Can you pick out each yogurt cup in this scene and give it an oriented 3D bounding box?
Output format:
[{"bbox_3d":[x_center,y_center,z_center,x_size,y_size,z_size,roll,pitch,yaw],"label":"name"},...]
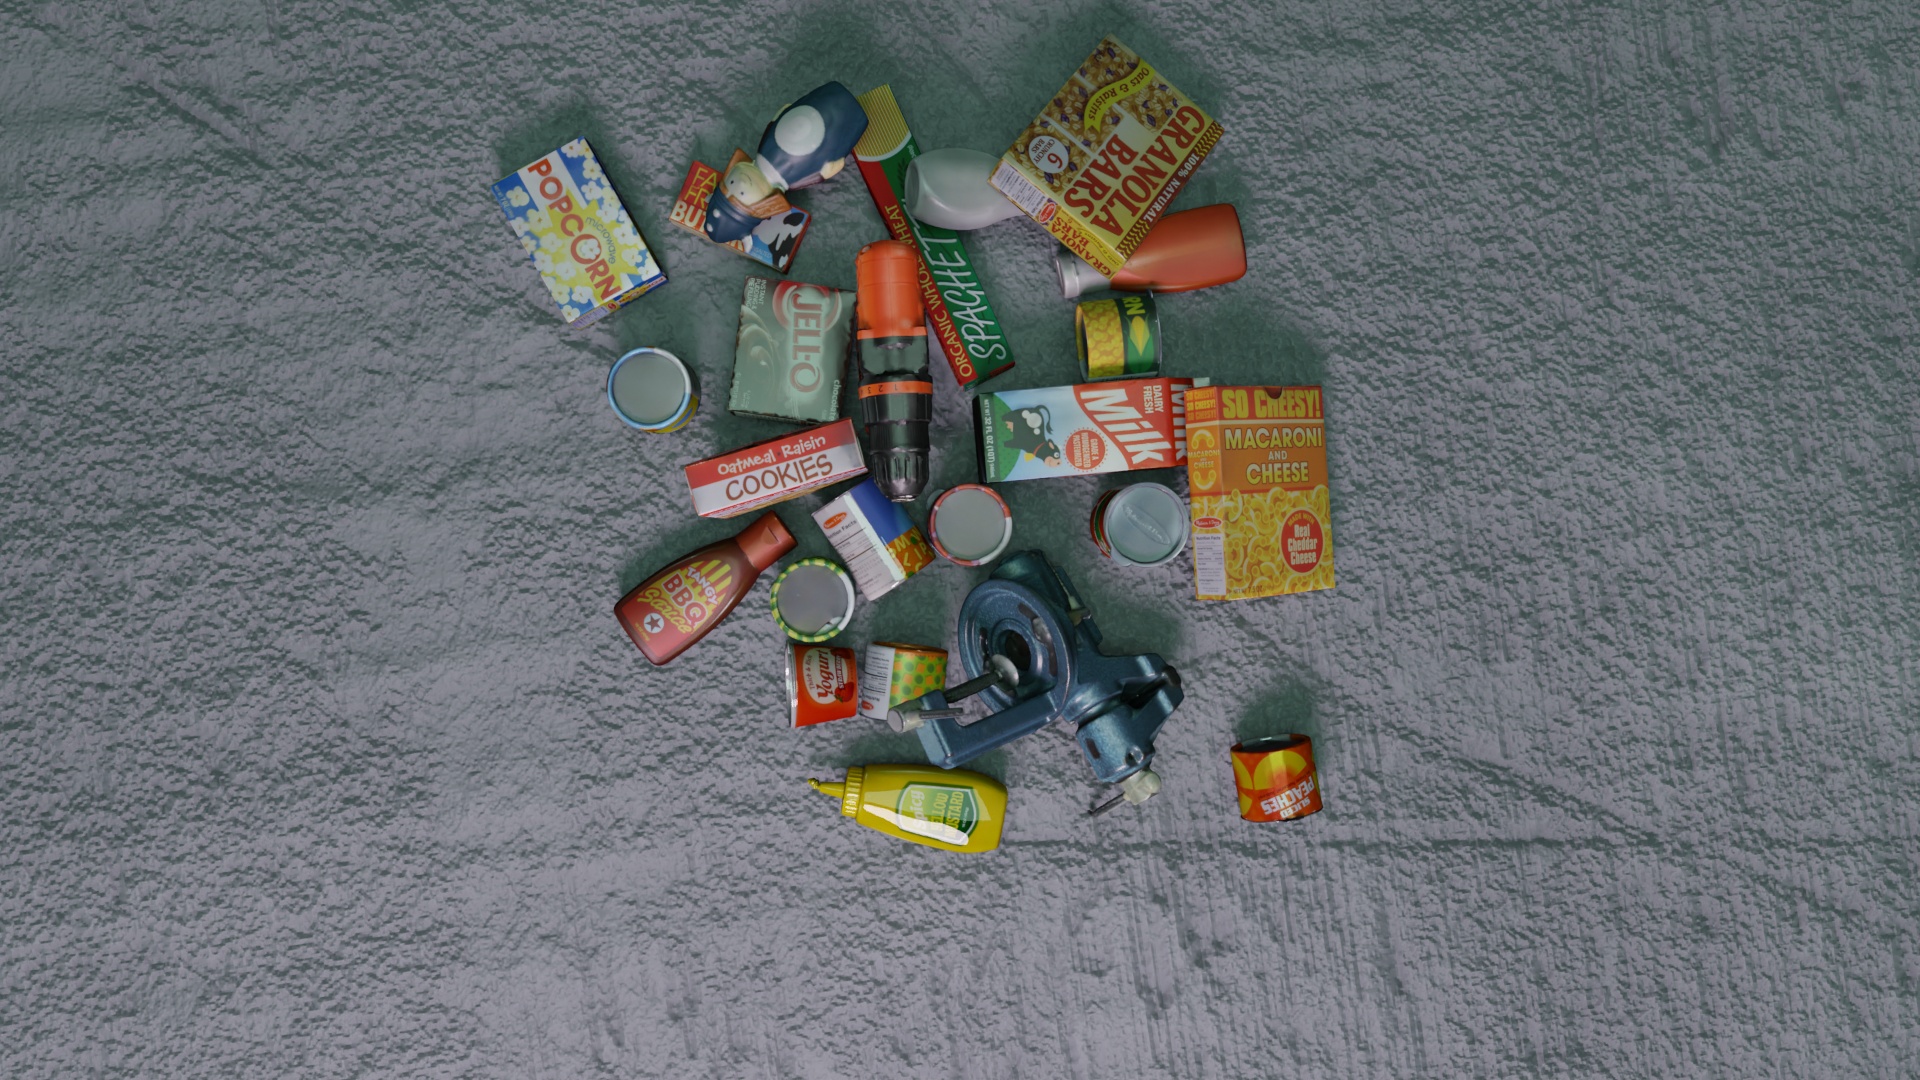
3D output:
[{"bbox_3d":[-0.111,0.114,1.103,0.054,0.072,0.072,-2,91,-11],"label":"yogurt cup"}]

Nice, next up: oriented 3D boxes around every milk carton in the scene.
[{"bbox_3d":[0.108,-0.088,1.108,0.191,0.073,0.072,-6,91,-3],"label":"milk carton"}]

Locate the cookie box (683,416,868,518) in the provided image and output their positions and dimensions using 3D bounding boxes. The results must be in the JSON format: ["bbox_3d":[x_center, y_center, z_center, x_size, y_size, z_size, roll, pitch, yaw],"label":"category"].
[{"bbox_3d":[-0.134,-0.053,1.048,0.123,0.167,0.040,-17,91,-3],"label":"cookie box"}]

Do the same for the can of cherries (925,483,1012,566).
[{"bbox_3d":[0.004,-0.014,1.110,0.071,0.058,0.071,0,91,-3],"label":"can of cherries"}]

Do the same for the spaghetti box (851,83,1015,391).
[{"bbox_3d":[-0.028,-0.244,1.122,0.050,0.028,0.250,-25,91,-2],"label":"spaghetti box"}]

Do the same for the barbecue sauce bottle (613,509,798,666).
[{"bbox_3d":[-0.199,0.033,1.107,0.148,0.043,0.065,-37,91,-3],"label":"barbecue sauce bottle"}]

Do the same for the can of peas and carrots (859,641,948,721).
[{"bbox_3d":[-0.043,0.113,1.106,0.071,0.071,0.058,6,90,-3],"label":"can of peas and carrots"}]

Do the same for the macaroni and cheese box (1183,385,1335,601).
[{"bbox_3d":[0.239,-0.040,1.104,0.124,0.040,0.166,-4,91,-35],"label":"macaroni and cheese box"}]

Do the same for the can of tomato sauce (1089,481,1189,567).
[{"bbox_3d":[0.140,-0.011,1.105,0.071,0.083,0.071,0,91,-3],"label":"can of tomato sauce"}]

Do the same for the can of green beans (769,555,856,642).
[{"bbox_3d":[-0.116,0.046,1.104,0.071,0.058,0.071,0,91,-3],"label":"can of green beans"}]

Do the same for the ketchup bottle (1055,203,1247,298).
[{"bbox_3d":[0.153,-0.229,1.124,0.149,0.043,0.064,-12,89,-3],"label":"ketchup bottle"}]

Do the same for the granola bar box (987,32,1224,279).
[{"bbox_3d":[0.116,-0.303,1.092,0.124,0.039,0.166,38,64,-4],"label":"granola bar box"}]

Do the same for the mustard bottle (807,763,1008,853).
[{"bbox_3d":[-0.044,0.210,1.114,0.160,0.049,0.065,9,88,-3],"label":"mustard bottle"}]

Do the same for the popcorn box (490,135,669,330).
[{"bbox_3d":[-0.302,-0.244,1.102,0.085,0.038,0.126,-30,92,-3],"label":"popcorn box"}]

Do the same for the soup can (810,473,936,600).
[{"bbox_3d":[-0.067,-0.005,1.104,0.071,0.071,0.083,-33,93,-2],"label":"soup can"}]

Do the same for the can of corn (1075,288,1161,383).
[{"bbox_3d":[0.125,-0.163,1.111,0.058,0.071,0.071,-6,91,-2],"label":"can of corn"}]

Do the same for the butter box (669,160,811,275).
[{"bbox_3d":[-0.177,-0.259,1.116,0.103,0.024,0.053,24,89,-3],"label":"butter box"}]

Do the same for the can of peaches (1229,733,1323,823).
[{"bbox_3d":[0.255,0.191,1.119,0.071,0.071,0.058,-10,90,-3],"label":"can of peaches"}]

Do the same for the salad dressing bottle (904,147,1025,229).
[{"bbox_3d":[0.032,-0.277,1.100,0.148,0.043,0.064,-2,72,-20],"label":"salad dressing bottle"}]

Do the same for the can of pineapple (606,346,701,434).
[{"bbox_3d":[-0.243,-0.117,1.096,0.071,0.058,0.071,0,91,-3],"label":"can of pineapple"}]
